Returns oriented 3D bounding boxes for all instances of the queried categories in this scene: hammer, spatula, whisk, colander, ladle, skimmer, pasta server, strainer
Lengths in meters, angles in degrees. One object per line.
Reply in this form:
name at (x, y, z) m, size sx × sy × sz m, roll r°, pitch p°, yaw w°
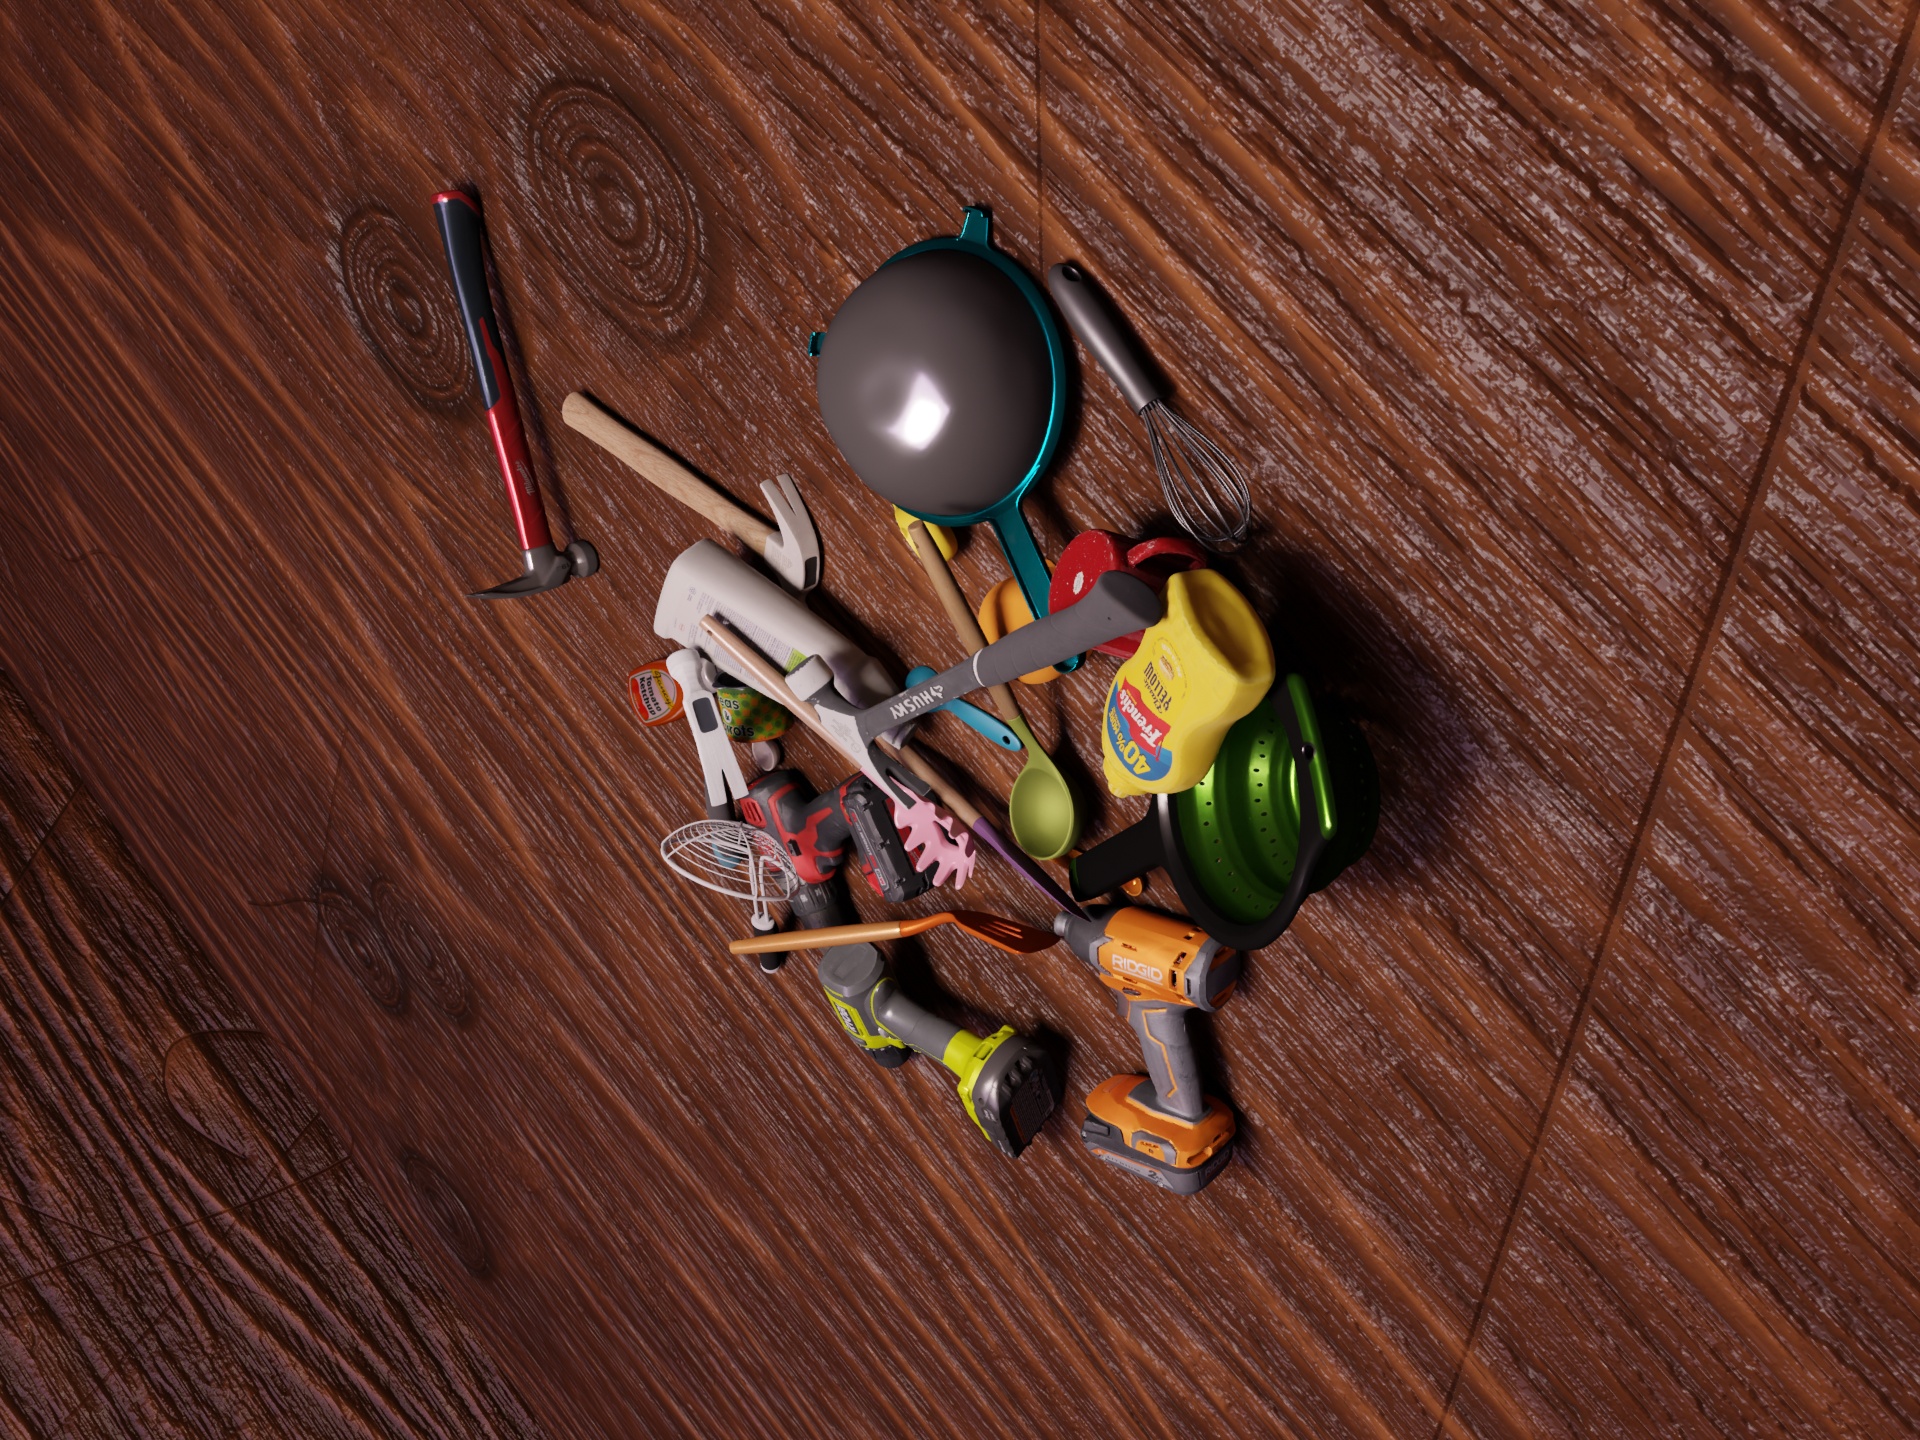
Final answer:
hammer at (-0.251, -0.217, 1.459) m, size 0.331 × 0.031 × 0.130 m, roll 36°, pitch 133°, yaw 25°
spatula at (0.001, 0.073, 1.352) m, size 0.316 × 0.059 × 0.018 m, roll 41°, pitch 95°, yaw 34°
hammer at (-0.231, 0.062, 1.506) m, size 0.330 × 0.033 × 0.128 m, roll 98°, pitch 151°, yaw -64°
hammer at (-0.460, -0.311, 1.540) m, size 0.038 × 0.143 × 0.386 m, roll 1°, pitch 109°, yaw 40°
whisk at (0.126, -0.215, 1.084) m, size 0.239 × 0.055 × 0.055 m, roll 58°, pitch 138°, yaw 9°
hammer at (0.010, -0.029, 1.160) m, size 0.149 × 0.036 × 0.409 m, roll 52°, pitch 147°, yaw -10°
colander at (0.191, 0.075, 1.156) m, size 0.397 × 0.094 × 0.205 m, roll 137°, pitch 126°, yaw -63°
ladle at (0.022, -0.017, 1.219) m, size 0.078 × 0.062 × 0.319 m, roll 24°, pitch 150°, yaw 49°
skimmer at (-0.206, 0.192, 1.518) m, size 0.127 × 0.090 × 0.363 m, roll 21°, pitch 151°, yaw 9°
pasta server at (-0.105, 0.022, 1.350) m, size 0.316 × 0.040 × 0.060 m, roll 42°, pitch 134°, yaw 0°
strainer at (-0.007, -0.184, 1.149) m, size 0.211 × 0.095 × 0.340 m, roll -28°, pitch 83°, yaw 38°
spatula at (-0.071, 0.198, 1.421) m, size 0.322 × 0.081 × 0.041 m, roll -10°, pitch 88°, yaw 27°

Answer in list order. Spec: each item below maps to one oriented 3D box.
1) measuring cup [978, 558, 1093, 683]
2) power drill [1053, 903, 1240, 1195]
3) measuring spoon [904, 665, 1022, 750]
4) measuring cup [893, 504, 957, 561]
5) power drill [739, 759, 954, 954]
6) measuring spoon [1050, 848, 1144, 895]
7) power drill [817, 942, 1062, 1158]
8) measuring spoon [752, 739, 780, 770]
measuring cup at (0.087, -0.063, 1.202) m, size 0.174 × 0.052 × 0.095 m, roll 17°, pitch 123°, yaw 40°
power drill at (0.149, 0.259, 1.310) m, size 0.164 × 0.084 × 0.226 m, roll 14°, pitch 118°, yaw 39°
measuring spoon at (-0.002, -0.004, 1.345) m, size 0.129 × 0.021 × 0.042 m, roll 32°, pitch 132°, yaw 30°
measuring cup at (-0.046, -0.193, 1.273) m, size 0.029 × 0.062 × 0.157 m, roll -30°, pitch 76°, yaw 13°
power drill at (-0.105, 0.130, 1.484) m, size 0.227 × 0.080 × 0.188 m, roll -12°, pitch 104°, yaw 50°
measuring spoon at (0.107, 0.119, 1.323) m, size 0.117 × 0.011 × 0.021 m, roll 20°, pitch 118°, yaw 40°
power drill at (-0.021, 0.309, 1.484) m, size 0.229 × 0.080 × 0.190 m, roll 26°, pitch 152°, yaw 31°
measuring spoon at (-0.203, -0.011, 1.546) m, size 0.034 × 0.018 × 0.124 m, roll -23°, pitch 89°, yaw 53°
